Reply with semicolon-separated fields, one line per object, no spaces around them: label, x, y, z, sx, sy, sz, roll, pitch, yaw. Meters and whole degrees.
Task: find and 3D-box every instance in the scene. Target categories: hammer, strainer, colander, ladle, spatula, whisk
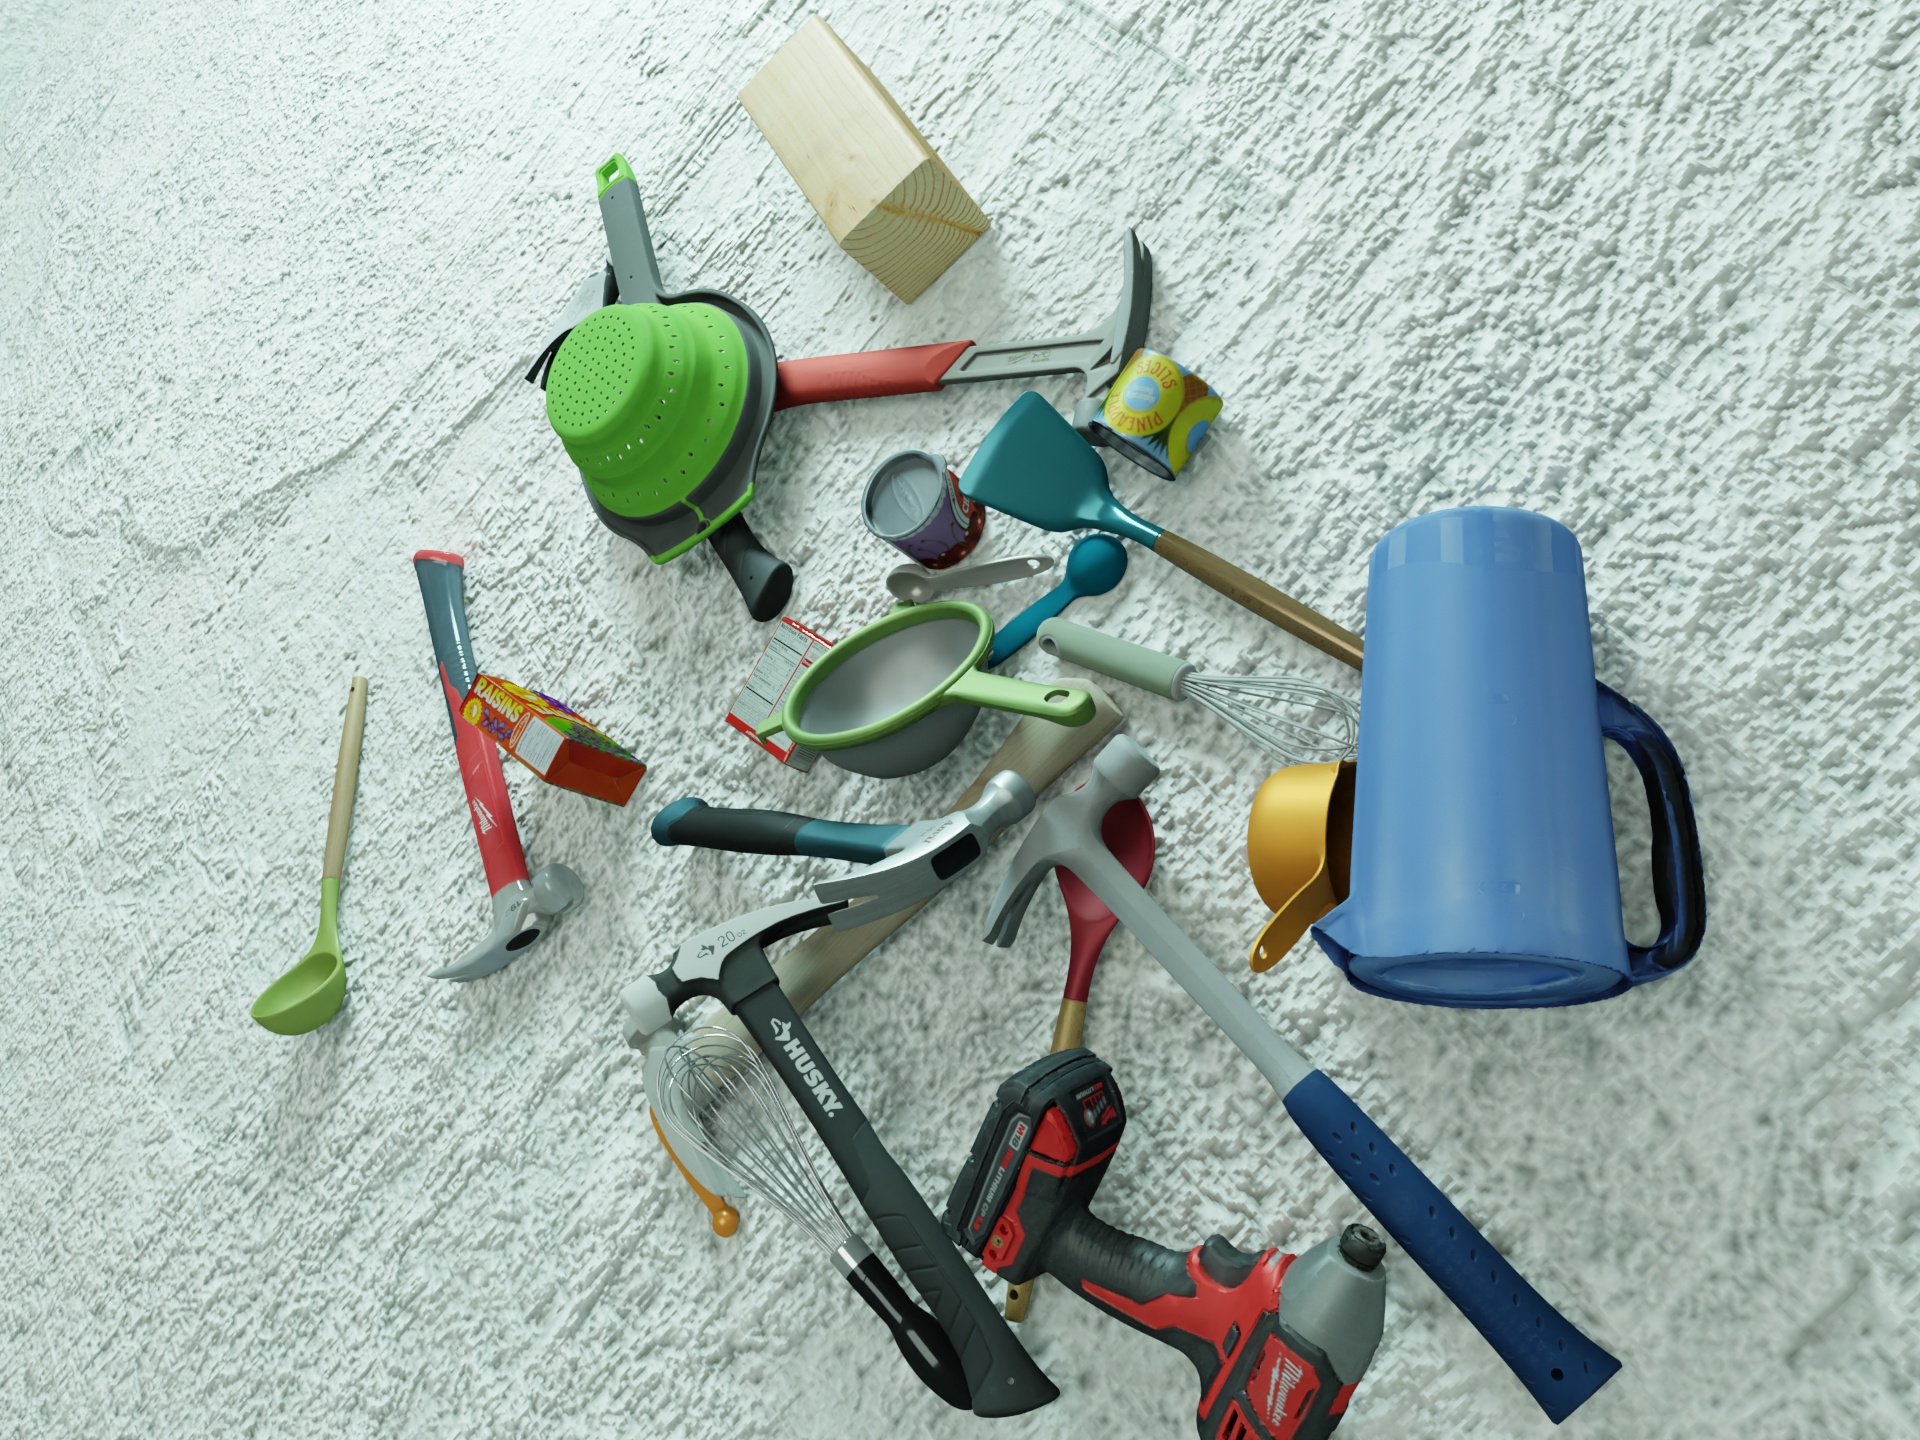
hammer;0.167;0.188;0.837;0.144;0.035;0.406;-49;59;10
strainer;-0.002;-0.003;0.991;0.151;0.069;0.256;-44;32;-27
colander;-0.265;-0.314;1.236;0.204;0.094;0.397;-31;60;25
ladle;-0.535;0.106;1.335;0.078;0.062;0.320;-13;64;26
hammer;-0.102;0.073;1.018;0.128;0.033;0.331;-38;23;-32
spatula;0.137;-0.100;0.965;0.318;0.044;0.082;35;87;32
hammer;-0.050;0.131;1.021;0.410;0.038;0.146;-43;57;13
whisk;-0.087;0.297;0.951;0.285;0.070;0.070;44;100;21
whisk;0.140;-0.021;0.949;0.246;0.057;0.059;23;52;39
hammer;-0.406;0.021;1.292;0.143;0.038;0.387;-36;57;20
hammer;-0.052;0.251;0.924;0.146;0.035;0.335;-31;68;-19
hammer;-0.235;-0.222;1.268;0.149;0.036;0.409;-44;56;14
hammer;-0.033;-0.262;1.149;0.359;0.036;0.149;3;75;33
ladle;0.063;0.190;0.932;0.069;0.031;0.315;5;78;34

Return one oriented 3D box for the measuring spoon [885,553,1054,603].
measuring spoon;0.007;-0.102;1.074;0.124;0.034;0.018;-7;51;26

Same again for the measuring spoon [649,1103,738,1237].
measuring spoon;-0.182;0.297;1.062;0.021;0.011;0.117;-49;54;9

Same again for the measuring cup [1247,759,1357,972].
measuring cup;0.167;0.083;0.823;0.052;0.173;0.095;-3;111;38

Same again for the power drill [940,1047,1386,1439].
power drill;0.109;0.271;0.816;0.220;0.078;0.143;32;110;27

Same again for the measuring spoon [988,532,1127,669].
measuring spoon;0.053;-0.076;1.034;0.128;0.021;0.042;-40;56;13
